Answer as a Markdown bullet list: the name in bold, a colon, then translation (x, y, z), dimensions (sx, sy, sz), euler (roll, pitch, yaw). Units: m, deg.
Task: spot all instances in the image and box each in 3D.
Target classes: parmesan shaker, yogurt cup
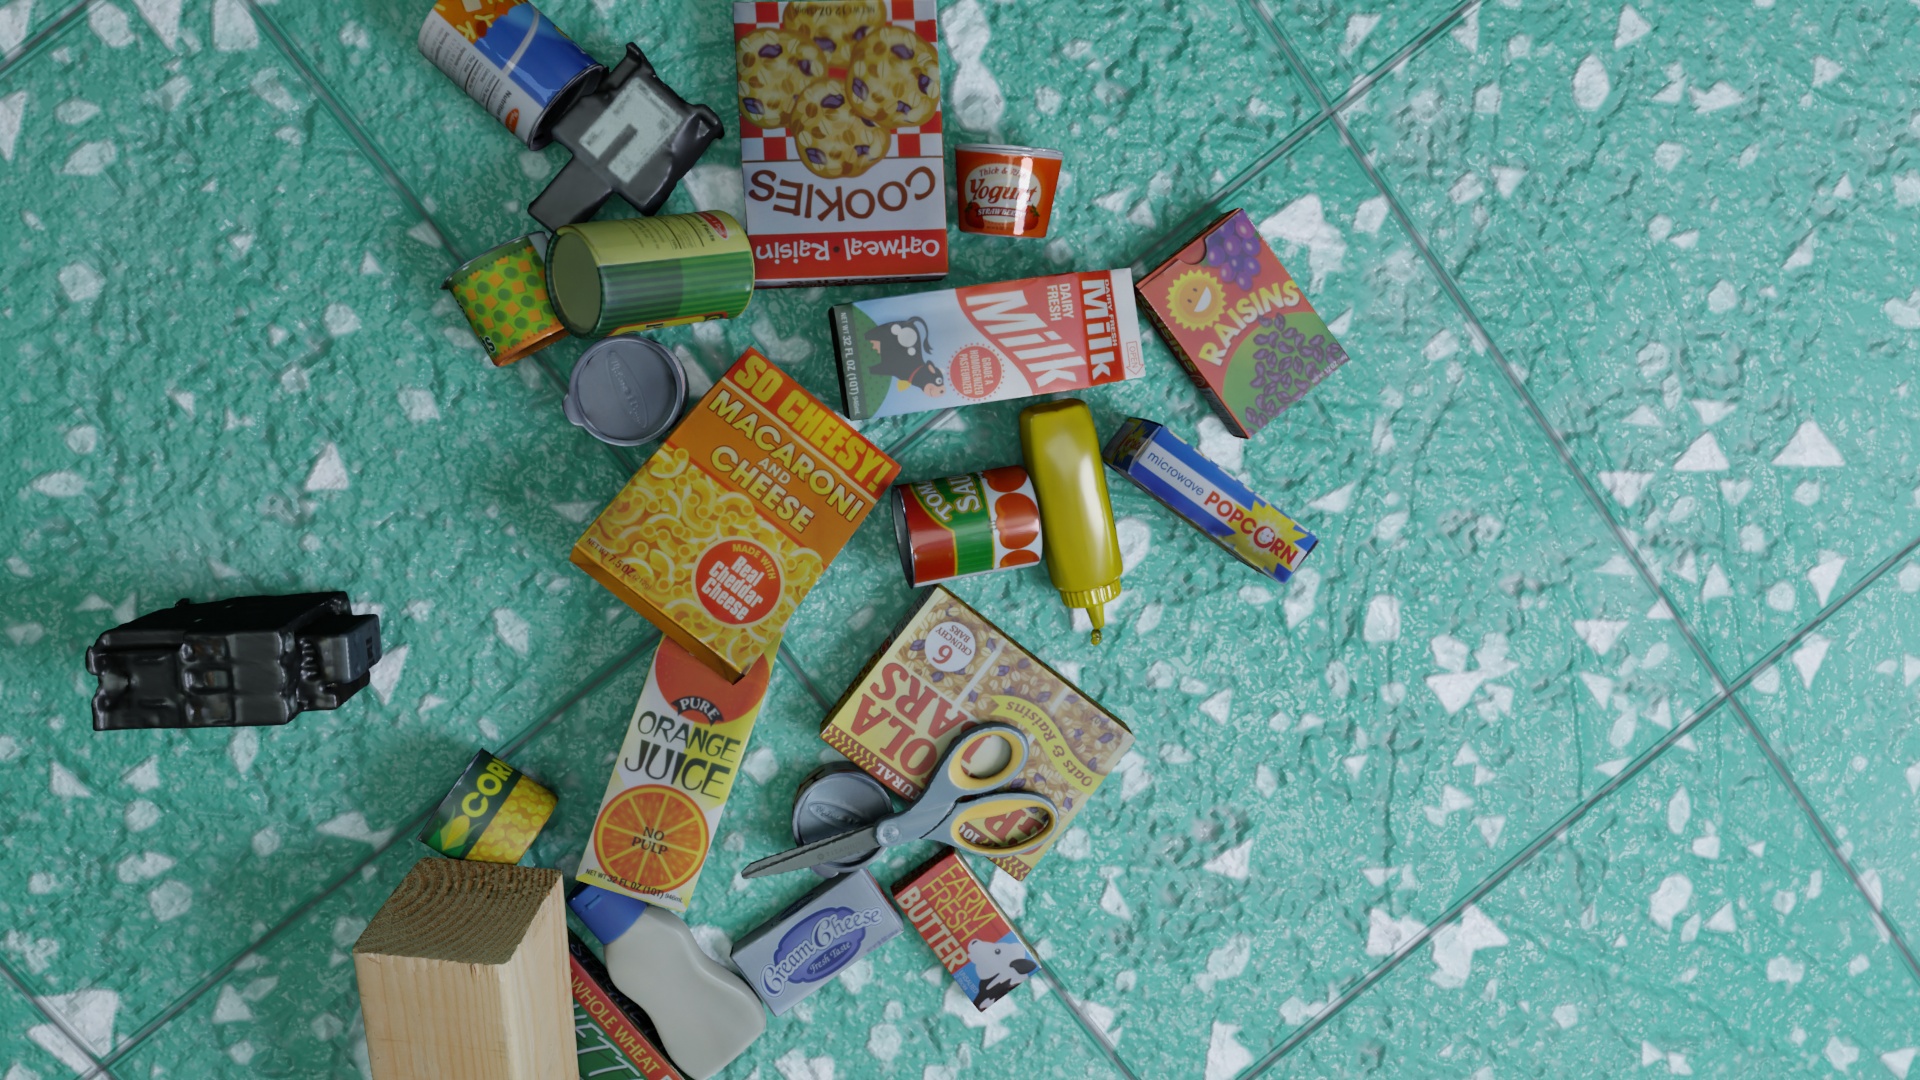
- **parmesan shaker**: translation (-0.184, -0.158, 0.816), dimensions (0.103, 0.071, 0.071), euler (-18, 100, -42)
- **yogurt cup**: translation (0.028, -0.216, 0.860), dimensions (0.072, 0.072, 0.053), euler (3, 104, -7)

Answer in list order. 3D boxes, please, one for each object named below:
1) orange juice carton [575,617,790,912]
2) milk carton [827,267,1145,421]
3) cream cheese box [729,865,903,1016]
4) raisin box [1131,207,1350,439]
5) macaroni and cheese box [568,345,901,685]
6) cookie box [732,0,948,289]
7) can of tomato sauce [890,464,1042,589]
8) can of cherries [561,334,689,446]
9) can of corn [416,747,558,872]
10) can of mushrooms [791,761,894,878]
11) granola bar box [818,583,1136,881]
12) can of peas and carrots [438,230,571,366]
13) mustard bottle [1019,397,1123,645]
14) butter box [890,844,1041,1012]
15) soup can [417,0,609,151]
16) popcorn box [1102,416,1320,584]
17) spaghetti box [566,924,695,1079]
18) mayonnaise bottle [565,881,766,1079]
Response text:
- **orange juice carton**: translation (-0.170, 0.122, 0.867), dimensions (0.072, 0.073, 0.192), euler (20, 93, -8)
- **milk carton**: translation (0.018, -0.122, 0.862), dimensions (0.191, 0.073, 0.072), euler (-9, 98, -6)
- **cream cheese box**: translation (-0.094, 0.262, 0.915), dimensions (0.104, 0.024, 0.053), euler (-34, 98, -2)
- **raisin box**: translation (0.178, -0.139, 0.897), dimensions (0.086, 0.040, 0.123), euler (-38, 98, -1)
- **macaroni and cheese box**: translation (-0.133, -0.017, 0.839), dimensions (0.123, 0.040, 0.167), euler (39, 65, -7)
- **cookie box**: translation (-0.073, -0.242, 0.856), dimensions (0.123, 0.040, 0.167), euler (-3, 96, -6)
- **can of tomato sauce**: translation (0.003, -0.011, 0.873), dimensions (0.083, 0.071, 0.071), euler (-10, 97, -9)
- **can of cherries**: translation (-0.203, -0.092, 0.847), dimensions (0.071, 0.058, 0.071), euler (-1, 97, -7)
- **can of corn**: translation (-0.290, 0.170, 0.860), dimensions (0.058, 0.071, 0.071), euler (35, 91, -10)
- **can of mushrooms**: translation (-0.078, 0.181, 0.904), dimensions (0.071, 0.033, 0.071), euler (-1, 96, -7)
- **granola bar box**: translation (0.010, 0.123, 0.905), dimensions (0.165, 0.039, 0.124), euler (38, 92, -9)
- **can of peas and carrots**: translation (-0.266, -0.143, 0.831), dimensions (0.071, 0.071, 0.058), euler (-29, 99, -3)
- **mustard bottle**: translation (0.075, -0.010, 0.889), dimensions (0.049, 0.065, 0.159), euler (-13, 103, 0)
- **butter box**: translation (0.004, 0.257, 0.926), dimensions (0.053, 0.024, 0.103), euler (-36, 99, -2)
- **soup can**: translation (-0.262, -0.284, 0.817), dimensions (0.083, 0.071, 0.071), euler (41, 90, -9)
- **popcorn box**: translation (0.155, -0.027, 0.883), dimensions (0.126, 0.085, 0.038), euler (35, 93, -10)
- **spaghetti box**: translation (-0.222, 0.333, 0.905), dimensions (0.050, 0.029, 0.250), euler (-38, 99, -1)
- **mayonnaise bottle**: translation (-0.193, 0.275, 0.897), dimensions (0.065, 0.041, 0.148), euler (-39, 98, -5)
